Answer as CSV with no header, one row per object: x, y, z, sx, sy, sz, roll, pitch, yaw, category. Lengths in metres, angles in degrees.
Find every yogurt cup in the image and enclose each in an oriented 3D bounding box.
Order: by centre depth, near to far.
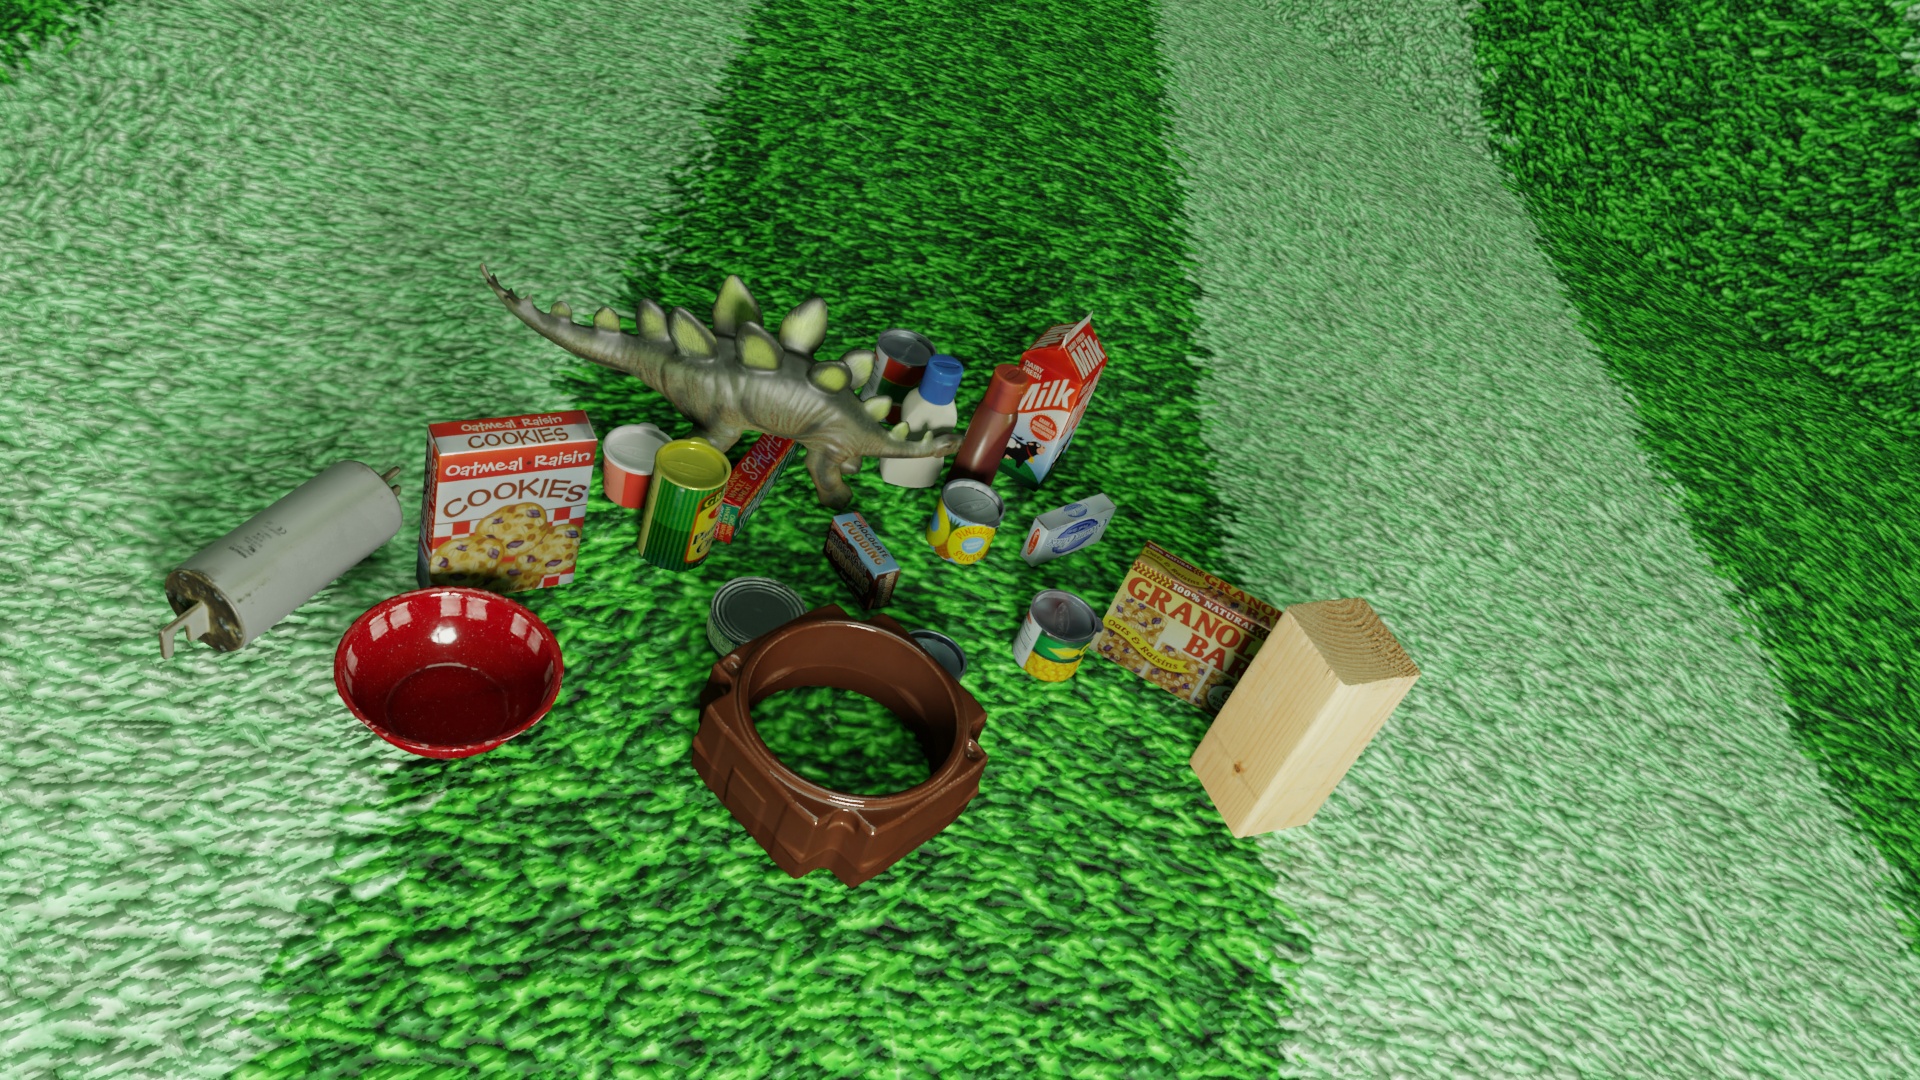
-0.300,-0.066,1.289,0.072,0.053,0.073,13,40,-11,yogurt cup

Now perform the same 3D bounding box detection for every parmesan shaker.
-0.246,-0.032,1.236,0.071,0.102,0.072,13,40,-11,parmesan shaker

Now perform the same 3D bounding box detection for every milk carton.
0.093,-0.153,1.464,0.073,0.189,0.073,31,40,10,milk carton

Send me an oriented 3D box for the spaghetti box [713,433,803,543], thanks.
-0.184,-0.087,1.369,0.029,0.049,0.251,24,39,2,spaghetti box

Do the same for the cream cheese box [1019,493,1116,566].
0.110,-0.011,1.418,0.104,0.053,0.024,-19,55,-39,cream cheese box

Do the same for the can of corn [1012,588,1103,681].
0.090,0.089,1.291,0.071,0.058,0.071,13,40,-11,can of corn

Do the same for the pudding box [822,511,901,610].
-0.092,0.018,1.293,0.030,0.049,0.084,-13,51,-35,pudding box

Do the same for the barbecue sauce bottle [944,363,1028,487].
0.030,-0.112,1.420,0.044,0.147,0.065,34,40,13,barbecue sauce bottle

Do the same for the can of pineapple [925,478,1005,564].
0.005,-0.017,1.373,0.071,0.057,0.071,13,40,-11,can of pineapple

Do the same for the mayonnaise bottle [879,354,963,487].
-0.035,-0.119,1.398,0.065,0.147,0.041,5,42,-20,mayonnaise bottle

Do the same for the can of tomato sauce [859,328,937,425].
-0.066,-0.176,1.499,0.071,0.082,0.071,13,40,-11,can of tomato sauce

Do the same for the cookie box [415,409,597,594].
-0.369,-0.027,1.123,0.123,0.166,0.040,-10,49,-33,cookie box

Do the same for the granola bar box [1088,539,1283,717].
0.220,0.090,1.300,0.166,0.123,0.039,29,39,8,granola bar box

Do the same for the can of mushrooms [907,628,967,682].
-0.032,0.113,1.227,0.071,0.033,0.071,13,40,-11,can of mushrooms
